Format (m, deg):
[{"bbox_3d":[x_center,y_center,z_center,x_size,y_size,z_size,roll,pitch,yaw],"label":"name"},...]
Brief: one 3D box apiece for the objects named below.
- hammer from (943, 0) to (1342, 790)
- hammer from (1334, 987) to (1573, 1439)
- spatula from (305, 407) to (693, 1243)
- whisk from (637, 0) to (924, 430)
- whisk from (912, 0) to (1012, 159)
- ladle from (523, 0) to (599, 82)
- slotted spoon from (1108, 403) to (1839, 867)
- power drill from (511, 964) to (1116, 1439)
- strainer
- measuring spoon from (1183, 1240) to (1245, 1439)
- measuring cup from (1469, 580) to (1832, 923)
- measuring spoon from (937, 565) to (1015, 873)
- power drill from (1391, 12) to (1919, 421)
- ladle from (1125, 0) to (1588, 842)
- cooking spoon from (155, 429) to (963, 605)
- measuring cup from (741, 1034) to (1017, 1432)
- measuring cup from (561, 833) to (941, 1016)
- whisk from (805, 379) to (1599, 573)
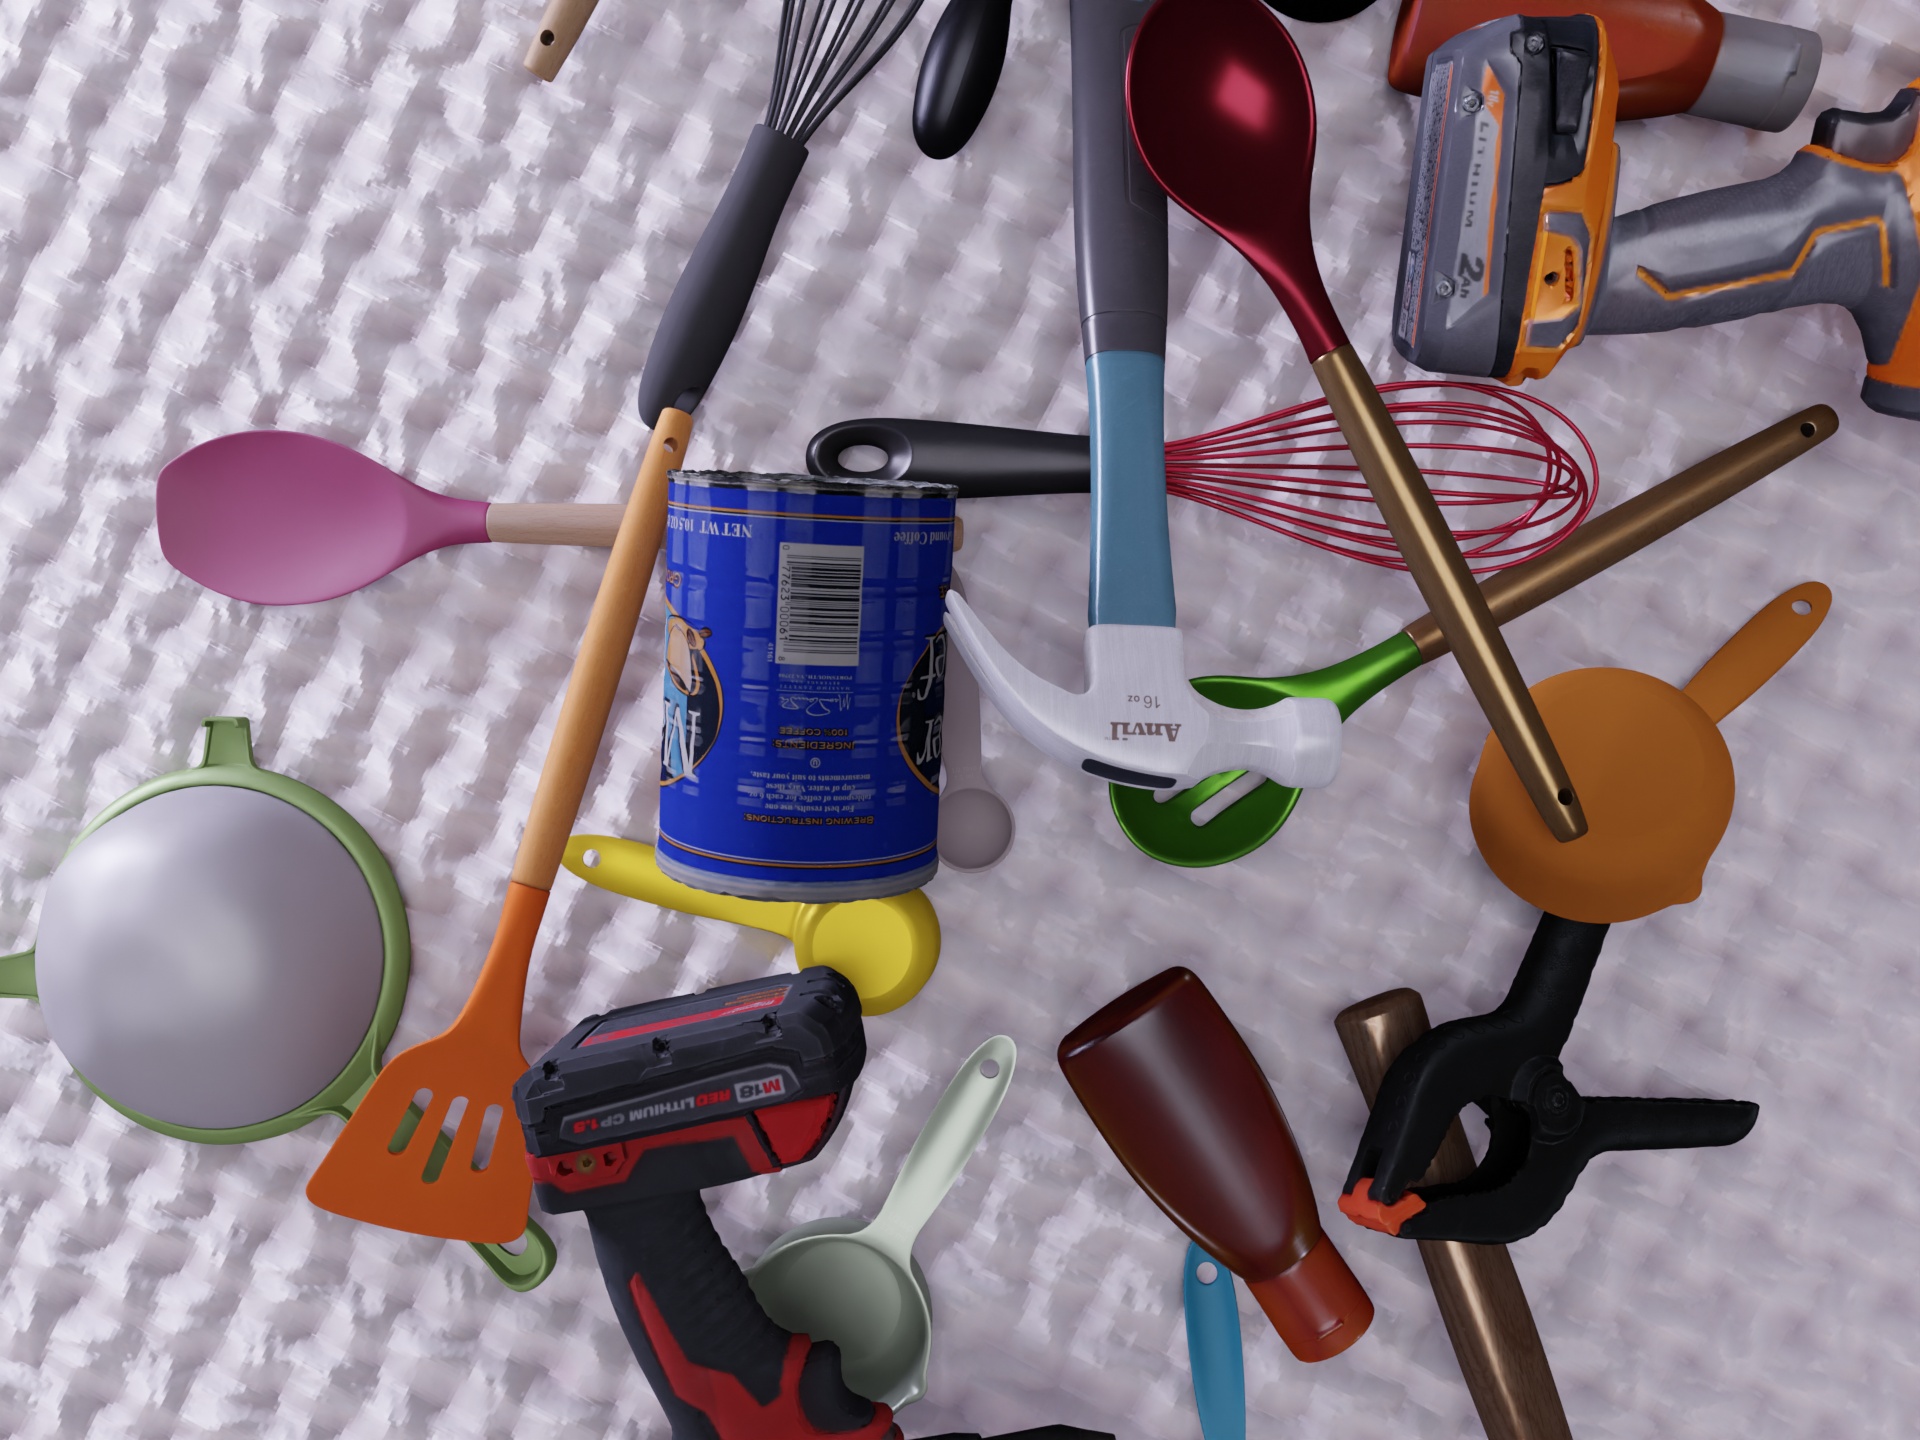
[{"bbox_3d":[0.059,-0.138,0.561,0.128,0.033,0.331,1,73,-3],"label":"hammer"},{"bbox_3d":[0.209,0.263,0.593,0.130,0.031,0.331,-18,85,-19],"label":"hammer"},{"bbox_3d":[-0.155,0.037,0.594,0.081,0.041,0.323,18,83,-19],"label":"spatula"},{"bbox_3d":[-0.068,-0.220,0.609,0.055,0.055,0.239,26,96,2],"label":"whisk"},{"bbox_3d":[0.035,-0.351,0.600,0.070,0.070,0.284,20,96,2],"label":"whisk"},{"bbox_3d":[-0.085,-0.391,0.614,0.078,0.062,0.320,30,98,0],"label":"ladle"},{"bbox_3d":[0.196,-0.038,0.607,0.314,0.031,0.070,-29,89,0],"label":"slotted spoon"},{"bbox_3d":[-0.049,0.207,0.556,0.188,0.080,0.226,-12,93,2],"label":"power drill"},{"bbox_3d":[-0.256,0.129,0.602,0.256,0.069,0.151,43,92,3],"label":"strainer"},{"bbox_3d":[0.101,0.265,0.620,0.042,0.021,0.129,-5,81,3],"label":"measuring spoon"},{"bbox_3d":[0.263,-0.004,0.581,0.173,0.052,0.095,-42,64,-7],"label":"measuring cup"},{"bbox_3d":[-0.001,-0.002,0.623,0.034,0.018,0.124,-7,83,2],"label":"measuring spoon"},{"bbox_3d":[0.276,-0.189,0.546,0.226,0.084,0.164,4,111,4],"label":"power drill"},{"bbox_3d":[0.139,-0.103,0.542,0.069,0.031,0.315,-25,88,-10],"label":"ladle"},{"bbox_3d":[-0.158,-0.077,0.623,0.319,0.017,0.068,2,99,2],"label":"cooking spoon"},{"bbox_3d":[-0.025,0.191,0.611,0.083,0.038,0.167,31,89,2],"label":"measuring cup"},{"bbox_3d":[-0.084,0.072,0.614,0.156,0.029,0.062,16,91,0],"label":"measuring cup"},{"bbox_3d":[0.086,-0.094,0.598,0.296,0.073,0.073,3,90,8],"label":"whisk"}]
